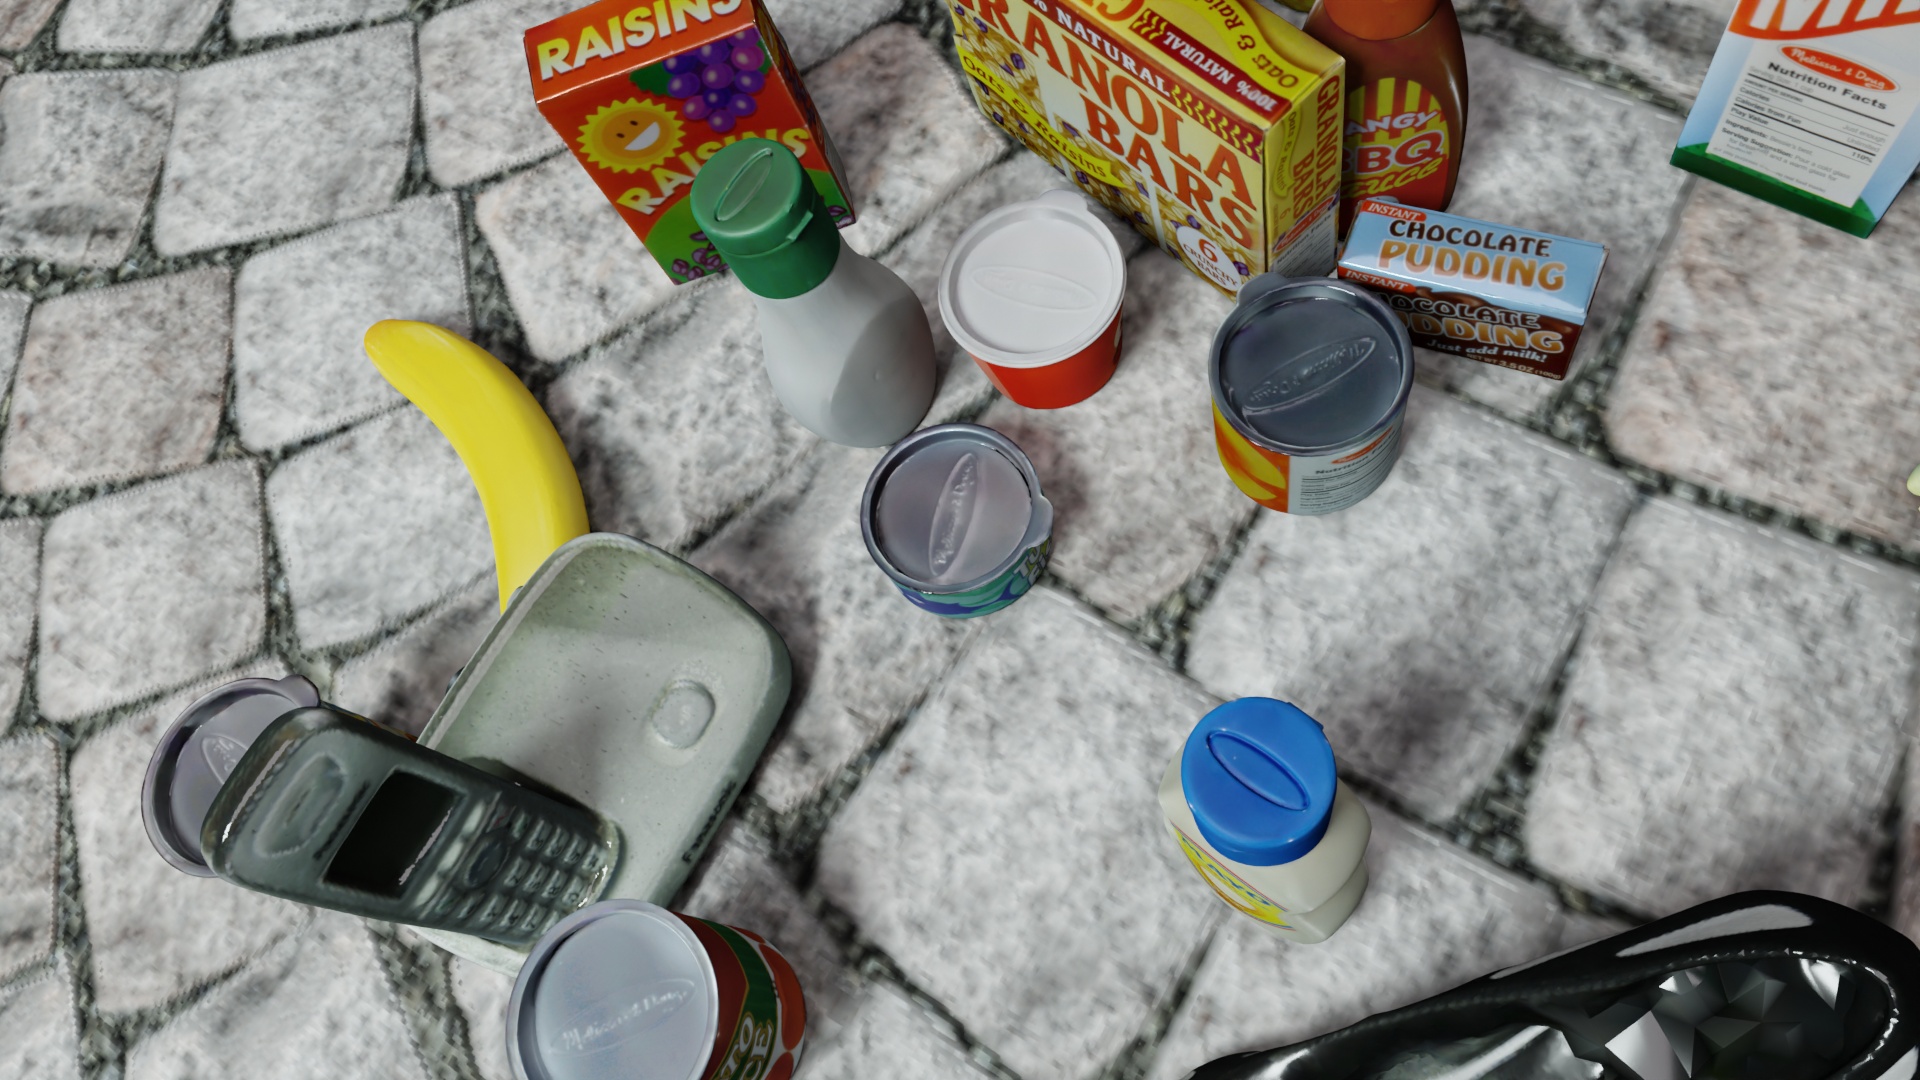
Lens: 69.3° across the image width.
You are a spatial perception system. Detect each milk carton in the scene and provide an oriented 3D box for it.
[{"bbox_3d":[0.289,-0.182,0.420,0.073,0.190,0.072,32,80,22],"label":"milk carton"}]

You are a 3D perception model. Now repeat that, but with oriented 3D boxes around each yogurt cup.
[{"bbox_3d":[0.030,-0.084,0.517,0.072,0.053,0.072,-4,68,12],"label":"yogurt cup"}]

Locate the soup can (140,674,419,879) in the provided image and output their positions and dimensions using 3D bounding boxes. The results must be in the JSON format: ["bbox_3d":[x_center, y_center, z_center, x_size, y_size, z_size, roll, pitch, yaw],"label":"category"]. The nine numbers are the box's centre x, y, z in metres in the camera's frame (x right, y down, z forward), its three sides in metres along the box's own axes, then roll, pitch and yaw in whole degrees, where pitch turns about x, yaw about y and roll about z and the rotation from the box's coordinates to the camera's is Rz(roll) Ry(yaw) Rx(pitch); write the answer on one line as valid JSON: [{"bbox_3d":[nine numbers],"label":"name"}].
[{"bbox_3d":[-0.229,0.089,0.493,0.071,0.083,0.071,-4,69,12],"label":"soup can"}]

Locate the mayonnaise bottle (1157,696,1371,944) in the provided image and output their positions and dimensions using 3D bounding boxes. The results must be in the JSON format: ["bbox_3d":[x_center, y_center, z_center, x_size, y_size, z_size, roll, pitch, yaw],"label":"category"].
[{"bbox_3d":[0.084,0.078,0.389,0.065,0.147,0.041,36,81,23],"label":"mayonnaise bottle"}]

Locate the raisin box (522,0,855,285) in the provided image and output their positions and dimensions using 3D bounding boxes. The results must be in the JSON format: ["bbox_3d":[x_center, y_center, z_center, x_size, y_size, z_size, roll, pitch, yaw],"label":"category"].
[{"bbox_3d":[-0.100,-0.158,0.538,0.086,0.123,0.040,-17,67,6],"label":"raisin box"}]

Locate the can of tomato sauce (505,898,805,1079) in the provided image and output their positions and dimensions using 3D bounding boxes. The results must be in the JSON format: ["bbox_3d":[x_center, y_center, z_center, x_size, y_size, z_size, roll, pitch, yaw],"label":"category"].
[{"bbox_3d":[-0.091,0.153,0.437,0.071,0.083,0.071,-4,69,12],"label":"can of tomato sauce"}]

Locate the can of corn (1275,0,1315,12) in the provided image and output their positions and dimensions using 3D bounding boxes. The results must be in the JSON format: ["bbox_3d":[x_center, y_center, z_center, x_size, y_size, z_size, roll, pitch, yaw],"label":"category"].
[{"bbox_3d":[0.145,-0.255,0.554,0.071,0.058,0.071,-4,68,12],"label":"can of corn"}]

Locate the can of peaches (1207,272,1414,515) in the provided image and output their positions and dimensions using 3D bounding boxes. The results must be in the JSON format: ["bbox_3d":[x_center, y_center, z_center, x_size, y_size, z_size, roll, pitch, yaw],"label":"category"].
[{"bbox_3d":[0.119,-0.050,0.481,0.071,0.058,0.071,-4,68,12],"label":"can of peaches"}]

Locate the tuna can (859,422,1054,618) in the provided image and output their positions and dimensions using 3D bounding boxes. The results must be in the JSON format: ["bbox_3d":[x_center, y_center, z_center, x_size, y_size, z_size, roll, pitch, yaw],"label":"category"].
[{"bbox_3d":[0.002,-0.006,0.505,0.071,0.032,0.071,-4,68,11],"label":"tuna can"}]

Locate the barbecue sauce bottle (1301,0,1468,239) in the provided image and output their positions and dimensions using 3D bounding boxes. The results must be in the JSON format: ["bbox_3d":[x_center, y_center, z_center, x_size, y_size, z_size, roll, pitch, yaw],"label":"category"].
[{"bbox_3d":[0.140,-0.159,0.469,0.065,0.148,0.044,-5,69,12],"label":"barbecue sauce bottle"}]

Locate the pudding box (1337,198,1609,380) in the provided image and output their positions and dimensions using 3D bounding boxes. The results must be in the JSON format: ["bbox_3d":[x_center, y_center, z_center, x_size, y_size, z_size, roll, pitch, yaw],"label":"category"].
[{"bbox_3d":[0.177,-0.088,0.487,0.084,0.049,0.030,18,75,19],"label":"pudding box"}]

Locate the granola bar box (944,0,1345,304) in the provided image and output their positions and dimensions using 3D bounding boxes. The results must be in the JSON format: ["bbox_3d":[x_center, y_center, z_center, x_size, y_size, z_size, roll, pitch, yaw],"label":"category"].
[{"bbox_3d":[0.061,-0.163,0.502,0.039,0.124,0.166,-44,66,-5],"label":"granola bar box"}]

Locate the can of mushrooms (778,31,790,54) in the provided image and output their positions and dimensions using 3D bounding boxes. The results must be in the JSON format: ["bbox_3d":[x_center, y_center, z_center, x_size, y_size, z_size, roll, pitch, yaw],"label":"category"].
[{"bbox_3d":[-0.102,-0.190,0.600,0.071,0.033,0.071,-4,68,12],"label":"can of mushrooms"}]

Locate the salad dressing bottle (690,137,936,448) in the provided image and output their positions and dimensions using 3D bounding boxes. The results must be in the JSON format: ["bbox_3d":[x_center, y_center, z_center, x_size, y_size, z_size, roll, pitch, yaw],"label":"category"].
[{"bbox_3d":[-0.048,-0.082,0.483,0.044,0.147,0.064,31,79,22],"label":"salad dressing bottle"}]
